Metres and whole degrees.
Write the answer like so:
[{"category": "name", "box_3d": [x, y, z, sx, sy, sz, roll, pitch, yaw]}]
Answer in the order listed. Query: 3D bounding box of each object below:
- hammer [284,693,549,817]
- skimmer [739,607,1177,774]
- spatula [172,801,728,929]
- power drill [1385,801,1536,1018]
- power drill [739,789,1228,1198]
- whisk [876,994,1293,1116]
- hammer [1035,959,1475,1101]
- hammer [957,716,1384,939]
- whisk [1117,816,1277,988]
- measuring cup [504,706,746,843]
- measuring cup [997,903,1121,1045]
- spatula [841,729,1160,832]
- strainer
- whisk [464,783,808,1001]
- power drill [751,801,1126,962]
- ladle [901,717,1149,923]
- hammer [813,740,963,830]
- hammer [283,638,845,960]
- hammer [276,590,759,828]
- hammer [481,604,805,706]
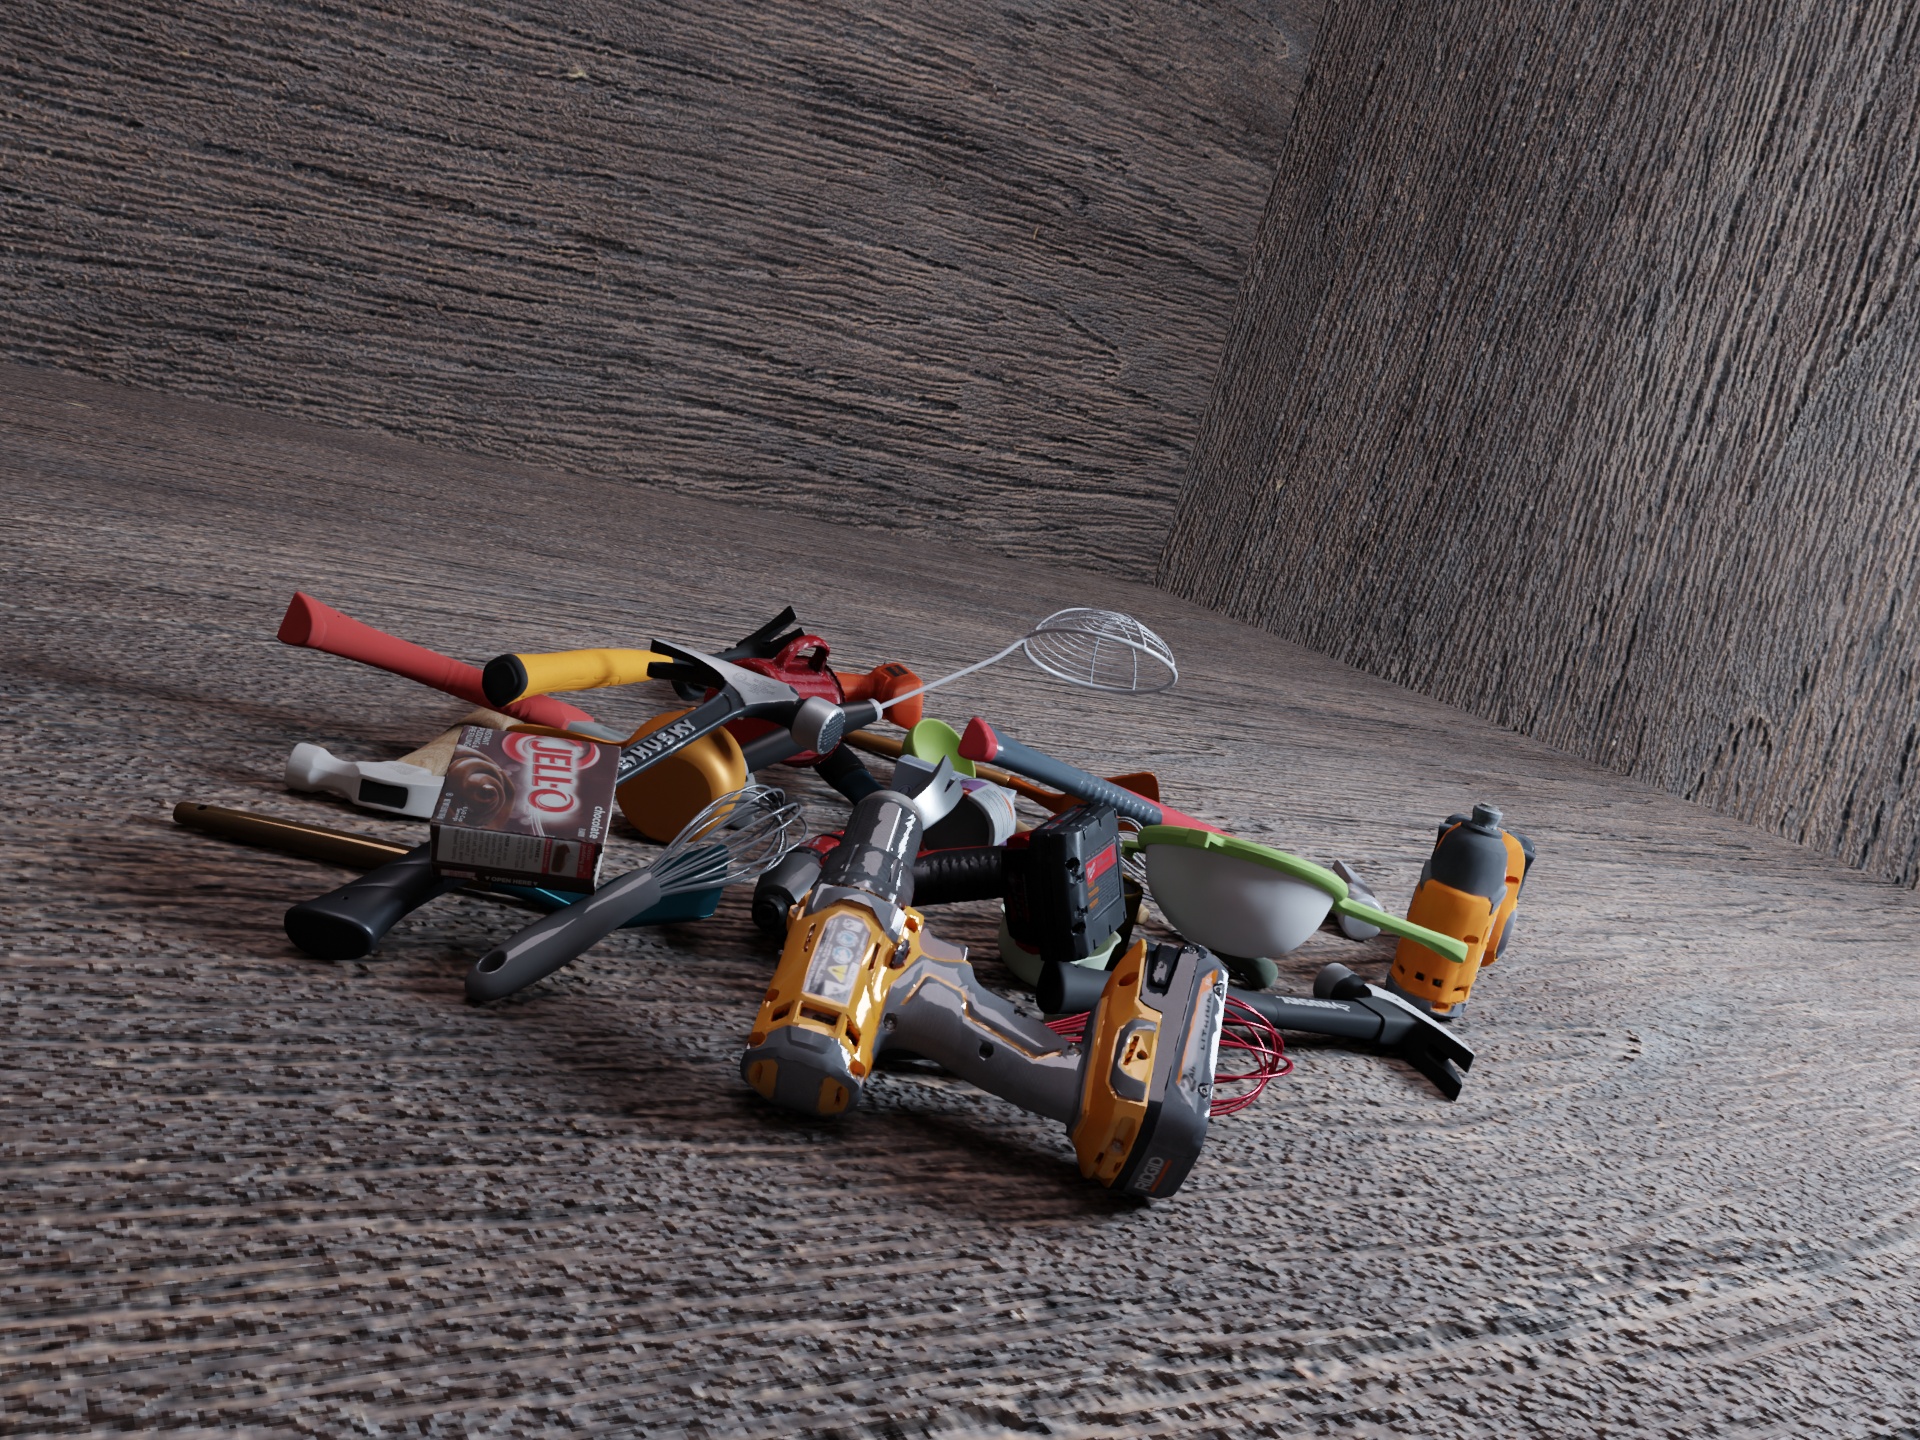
[{"category": "hammer", "box_3d": [-0.363, 0.015, 1.174, 0.130, 0.031, 0.331, 15, 12, -1]}, {"category": "skimmer", "box_3d": [-0.002, -0.004, 1.246, 0.363, 0.090, 0.127, -22, -5, -20]}, {"category": "spatula", "box_3d": [-0.298, 0.078, 0.936, 0.317, 0.044, 0.082, 13, 26, -7]}, {"category": "power drill", "box_3d": [0.406, 0.136, 1.275, 0.084, 0.164, 0.226, 19, 10, 21]}, {"category": "power drill", "box_3d": [0.018, 0.134, 0.824, 0.226, 0.084, 0.185, 16, 49, 2]}, {"category": "whisk", "box_3d": [0.048, 0.180, 0.884, 0.295, 0.073, 0.073, 6, 14, -13]}, {"category": "hammer", "box_3d": [0.184, 0.186, 1.016, 0.334, 0.035, 0.146, 13, 11, -35]}, {"category": "hammer", "box_3d": [0.180, 0.085, 1.396, 0.386, 0.038, 0.143, 23, 10, -4]}, {"category": "whisk", "box_3d": [0.168, 0.140, 1.244, 0.057, 0.059, 0.247, 41, -1, -36]}, {"category": "measuring cup", "box_3d": [-0.239, 0.034, 1.114, 0.173, 0.095, 0.052, 12, 21, -4]}, {"category": "measuring cup", "box_3d": [0.059, 0.170, 1.016, 0.083, 0.038, 0.168, 15, 28, -5]}, {"category": "spatula", "box_3d": [0.028, 0.047, 1.489, 0.323, 0.081, 0.041, 16, 49, 22]}, {"category": "strainer", "box_3d": [0.237, 0.145, 1.118, 0.256, 0.069, 0.151, 21, -12, -10]}, {"category": "whisk", "box_3d": [-0.174, 0.095, 0.885, 0.055, 0.055, 0.239, 23, 35, 31]}, {"category": "power drill", "box_3d": [-0.018, 0.102, 0.985, 0.220, 0.078, 0.143, -4, 5, 20]}, {"category": "ladle", "box_3d": [0.053, 0.082, 1.340, 0.078, 0.062, 0.320, 18, 9, -43]}, {"category": "hammer", "box_3d": [-0.089, 0.047, 1.279, 0.128, 0.033, 0.331, -26, 16, -10]}, {"category": "hammer", "box_3d": [-0.237, 0.040, 0.968, 0.149, 0.036, 0.409, 25, 29, 19]}, {"category": "hammer", "box_3d": [-0.321, -0.013, 1.188, 0.358, 0.036, 0.149, 23, 9, -23]}, {"category": "hammer", "box_3d": [-0.239, -0.043, 1.198, 0.127, 0.034, 0.337, -26, -5, 20]}]
